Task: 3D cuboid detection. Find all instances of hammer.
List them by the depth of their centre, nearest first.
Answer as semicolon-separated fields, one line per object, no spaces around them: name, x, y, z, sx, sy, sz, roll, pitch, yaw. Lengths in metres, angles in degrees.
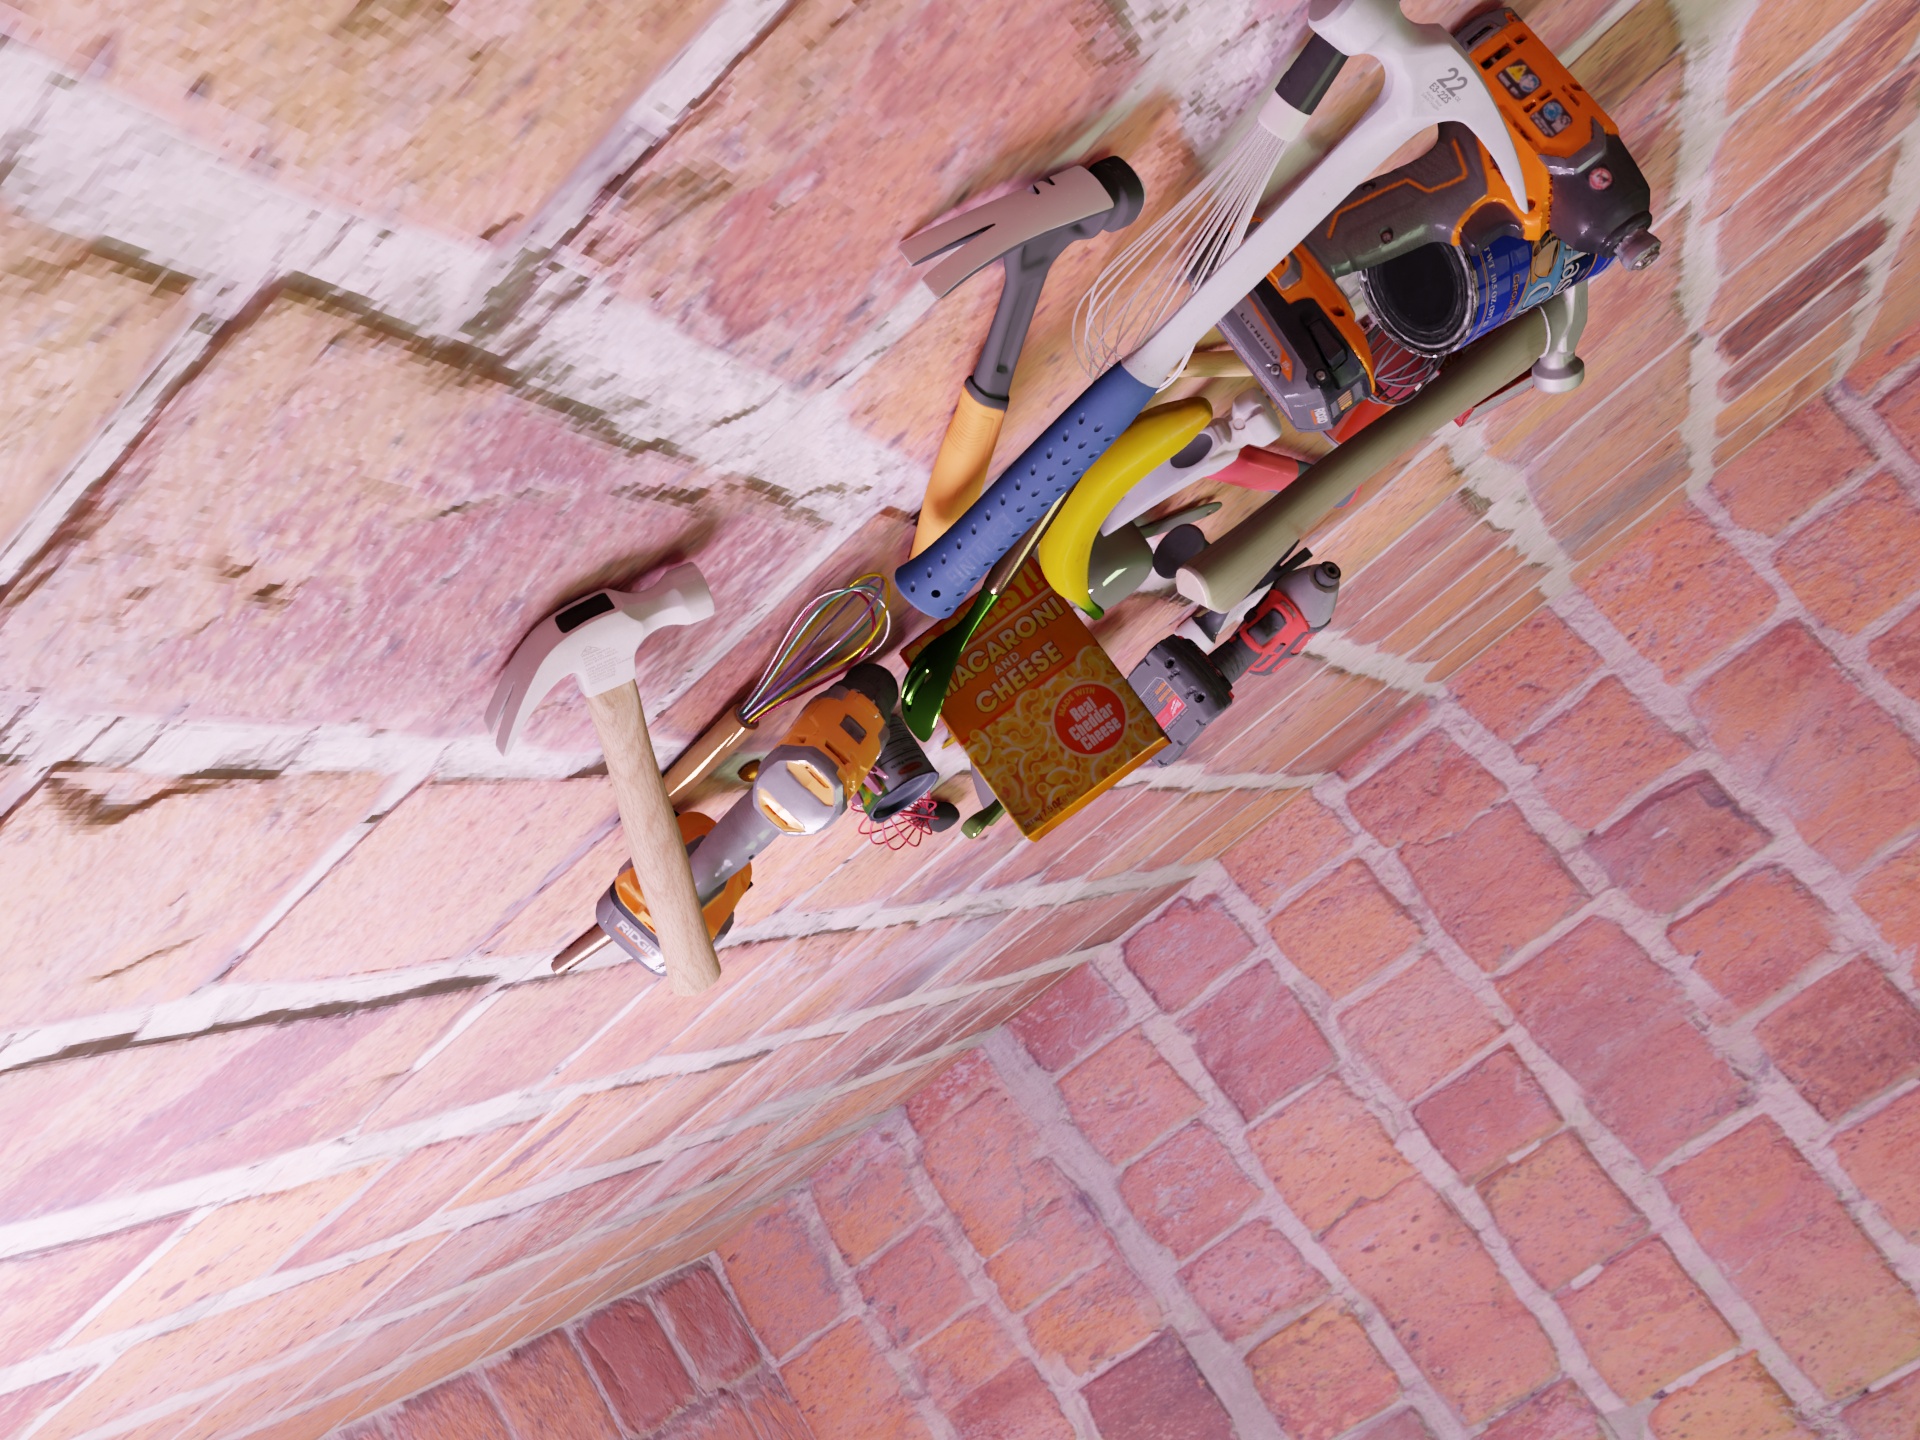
hammer;0.105;-0.183;0.821;0.144;0.035;0.405;26;131;-27
hammer;0.004;-0.163;0.881;0.127;0.034;0.336;-29;162;-23
hammer;-0.186;0.058;0.933;0.130;0.031;0.331;-24;139;-19
hammer;0.307;-0.212;1.134;0.410;0.038;0.146;-37;132;-20
hammer;0.231;-0.184;1.239;0.143;0.038;0.386;-30;170;26
hammer;0.218;-0.123;1.338;0.149;0.036;0.409;-41;169;11

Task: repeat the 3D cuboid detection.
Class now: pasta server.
pasta server;-0.193;0.115;1.233;0.316;0.040;0.060;-35;156;11

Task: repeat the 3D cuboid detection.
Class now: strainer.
strainer;0.033;0.031;1.331;0.151;0.069;0.256;-50;176;26

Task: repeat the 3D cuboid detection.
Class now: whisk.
whisk;0.144;-0.278;0.806;0.070;0.070;0.284;-16;150;-48
whisk;-0.126;-0.013;1.027;0.245;0.047;0.051;-41;164;29
whisk;0.351;-0.301;1.096;0.239;0.055;0.055;-46;166;-15
whisk;-0.038;0.085;1.445;0.073;0.073;0.295;-37;169;5

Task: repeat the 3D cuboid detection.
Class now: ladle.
ladle;0.241;-0.250;1.095;0.315;0.031;0.069;-14;109;-41

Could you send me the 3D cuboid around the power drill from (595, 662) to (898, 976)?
power drill;-0.134;0.057;1.094;0.226;0.084;0.185;-42;-171;27

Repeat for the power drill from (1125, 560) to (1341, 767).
power drill;0.241;-0.060;1.383;0.219;0.078;0.143;-33;168;-33

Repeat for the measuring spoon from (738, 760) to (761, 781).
measuring spoon;-0.130;0.039;1.209;0.021;0.011;0.117;-42;162;21

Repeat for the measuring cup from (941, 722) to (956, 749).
measuring cup;-0.002;-0.004;1.336;0.062;0.029;0.156;-32;175;-17

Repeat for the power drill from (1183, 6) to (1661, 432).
power drill;0.258;-0.262;0.880;0.226;0.164;0.084;-36;164;10

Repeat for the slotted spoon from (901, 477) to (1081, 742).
slotted spoon;0.034;-0.108;1.045;0.031;0.070;0.313;20;123;-22

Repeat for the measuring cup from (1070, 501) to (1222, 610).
measuring cup;0.150;-0.131;1.238;0.167;0.038;0.083;-24;160;-27
